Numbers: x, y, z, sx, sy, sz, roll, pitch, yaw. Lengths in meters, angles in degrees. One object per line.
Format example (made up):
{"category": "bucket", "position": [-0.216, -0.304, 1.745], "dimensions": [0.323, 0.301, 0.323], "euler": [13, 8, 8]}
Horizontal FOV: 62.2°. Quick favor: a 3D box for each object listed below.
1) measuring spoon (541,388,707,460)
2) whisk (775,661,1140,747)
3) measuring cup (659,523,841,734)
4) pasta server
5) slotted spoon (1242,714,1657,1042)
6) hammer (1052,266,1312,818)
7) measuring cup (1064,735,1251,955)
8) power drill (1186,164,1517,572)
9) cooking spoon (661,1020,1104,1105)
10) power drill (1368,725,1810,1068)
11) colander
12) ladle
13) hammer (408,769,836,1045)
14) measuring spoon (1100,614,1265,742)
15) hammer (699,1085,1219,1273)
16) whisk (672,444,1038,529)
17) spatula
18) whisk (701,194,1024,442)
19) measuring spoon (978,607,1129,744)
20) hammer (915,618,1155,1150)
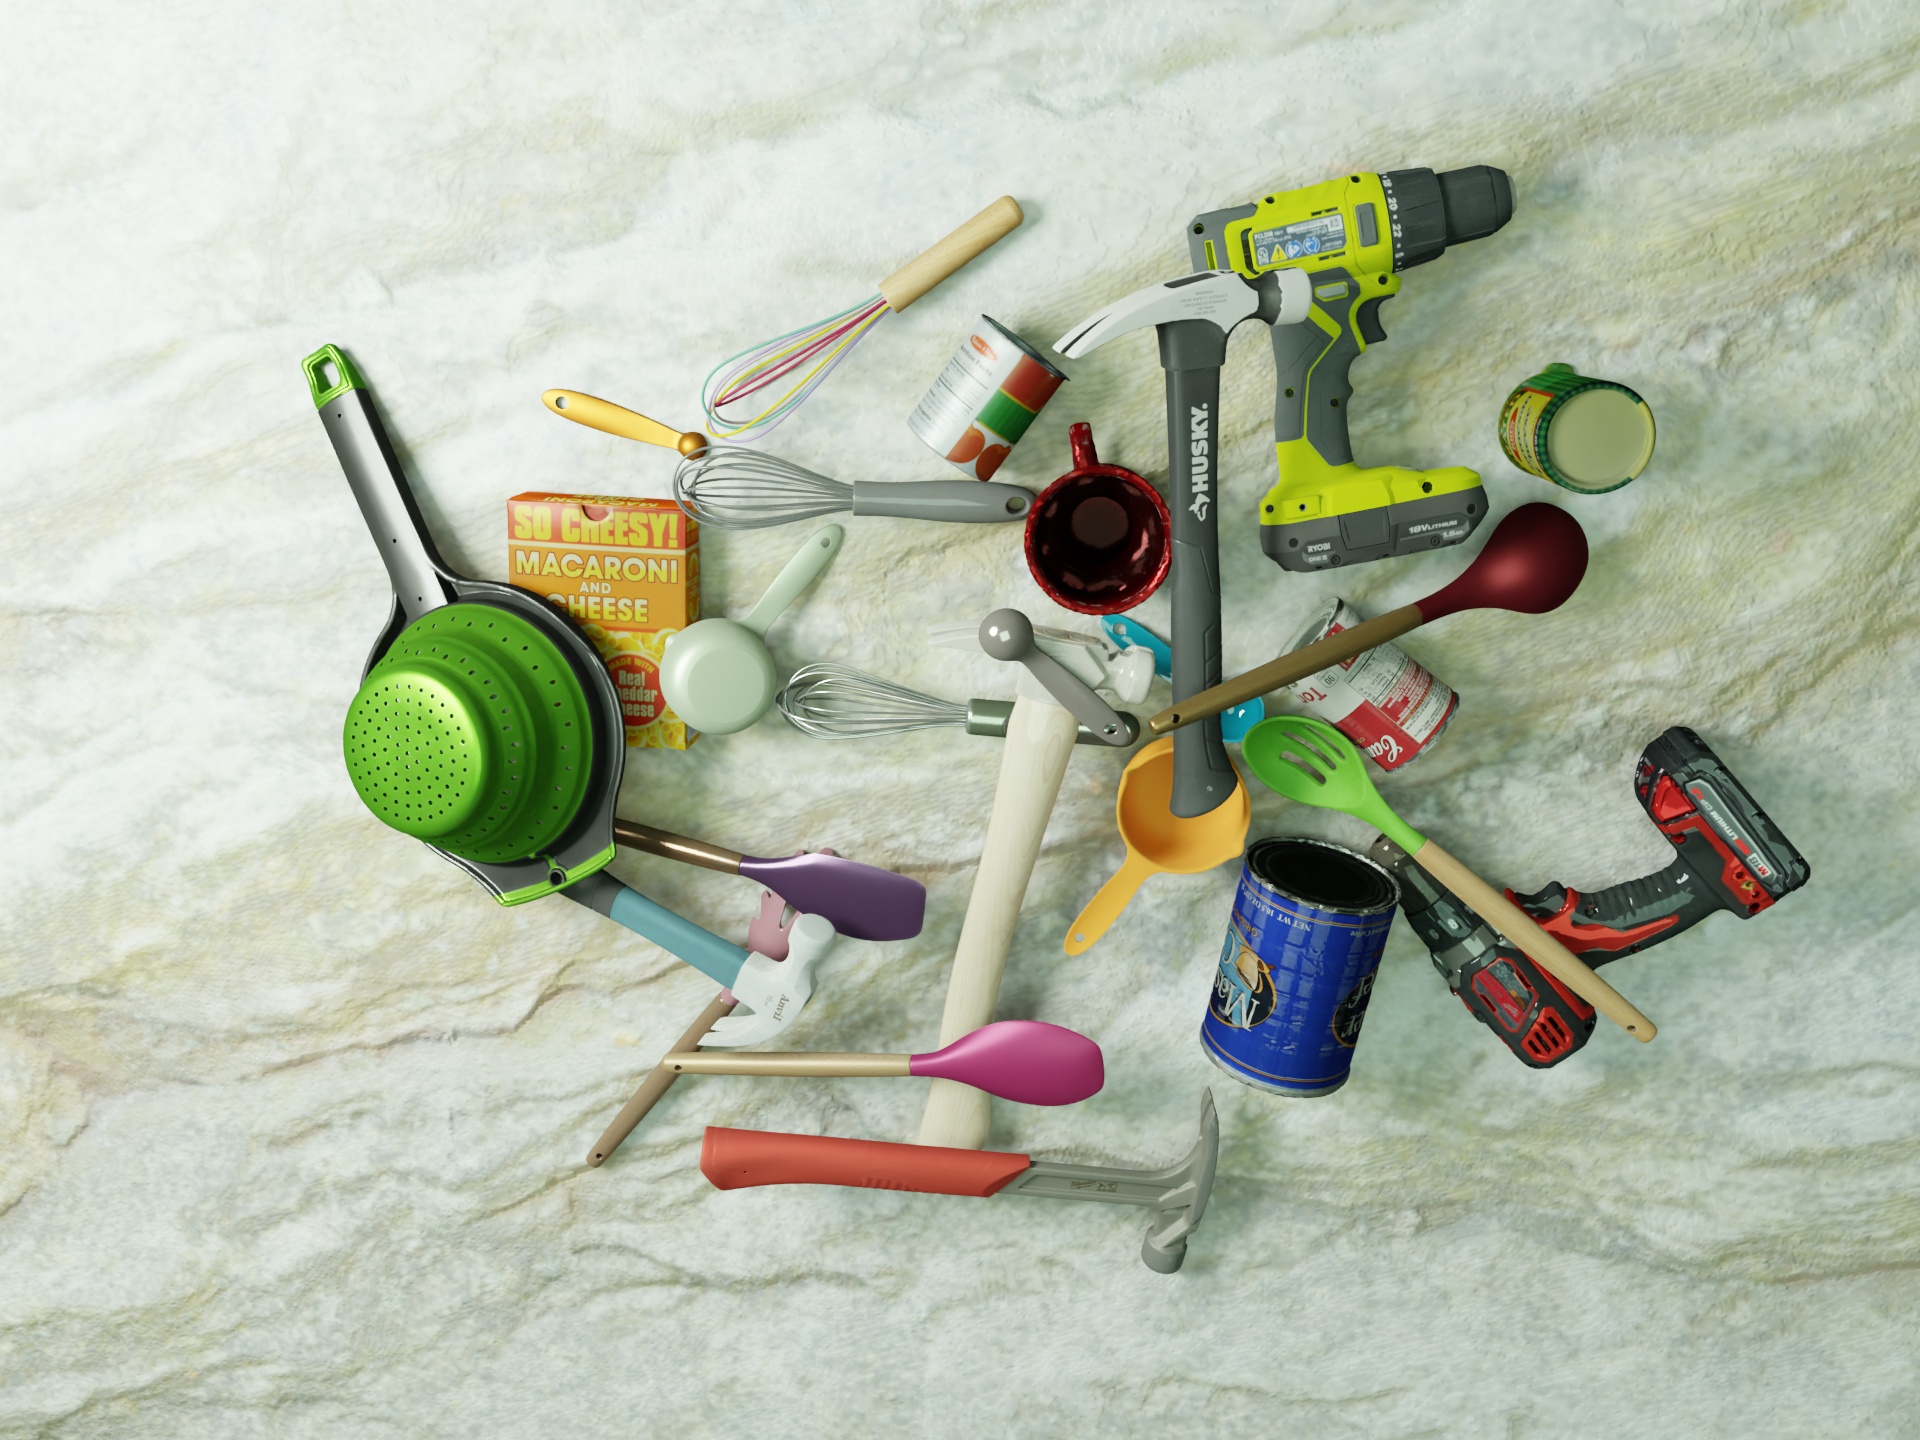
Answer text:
{"category": "measuring spoon", "position": [-0.225, -0.198, 1.060], "dimensions": [0.117, 0.011, 0.021], "euler": [19, 106, 1]}
{"category": "whisk", "position": [-0.002, -0.003, 1.070], "dimensions": [0.246, 0.059, 0.057], "euler": [5, 117, 0]}
{"category": "measuring cup", "position": [-0.130, -0.062, 1.054], "dimensions": [0.083, 0.038, 0.167], "euler": [39, 91, -24]}
{"category": "pasta server", "position": [-0.182, 0.217, 1.159], "dimensions": [0.060, 0.040, 0.316], "euler": [38, 109, -4]}
{"category": "slotted spoon", "position": [0.313, 0.099, 1.018], "dimensions": [0.314, 0.031, 0.070], "euler": [40, 135, 8]}
{"category": "hammer", "position": [0.136, -0.094, 0.953], "dimensions": [0.146, 0.035, 0.334], "euler": [-10, 114, -13]}
{"category": "measuring cup", "position": [0.125, 0.086, 1.077], "dimensions": [0.095, 0.052, 0.173], "euler": [35, 107, -4]}
{"category": "power drill", "position": [0.251, -0.217, 0.972], "dimensions": [0.190, 0.080, 0.228], "euler": [-10, 100, 10]}
{"category": "cooking spoon", "position": [-0.058, 0.241, 1.110], "dimensions": [0.319, 0.017, 0.068], "euler": [-2, 112, 13]}
{"category": "power drill", "position": [0.401, 0.099, 1.039], "dimensions": [0.226, 0.080, 0.188], "euler": [-41, 90, 18]}
{"category": "colander", "position": [-0.363, -0.061, 1.036], "dimensions": [0.204, 0.094, 0.397], "euler": [-24, 90, 21]}
{"category": "ladle", "position": [0.257, -0.057, 0.979], "dimensions": [0.315, 0.031, 0.069], "euler": [-23, 96, -9]}
{"category": "hammer", "position": [-0.249, 0.118, 1.106], "dimensions": [0.331, 0.033, 0.128], "euler": [28, 118, 9]}
{"category": "measuring spoon", "position": [0.148, -0.033, 1.064], "dimensions": [0.128, 0.021, 0.042], "euler": [37, 106, 5]}
{"category": "hammer", "position": [-0.001, 0.311, 1.120], "dimensions": [0.359, 0.037, 0.149], "euler": [7, 114, -5]}
{"category": "whisk", "position": [-0.068, -0.148, 1.034], "dimensions": [0.239, 0.055, 0.055], "euler": [2, 105, -4]}
{"category": "spatula", "position": [-0.174, 0.096, 1.102], "dimensions": [0.316, 0.018, 0.059], "euler": [14, 115, 13]}
{"category": "whisk", "position": [-0.066, -0.258, 1.015], "dimensions": [0.245, 0.047, 0.051], "euler": [-34, 107, 9]}
{"category": "measuring spoon", "position": [0.061, -0.023, 0.991], "dimensions": [0.124, 0.018, 0.034], "euler": [41, 106, -16]}
{"category": "hammer", "position": [0.014, 0.129, 1.083], "dimensions": [0.146, 0.038, 0.410], "euler": [10, 112, -6]}
